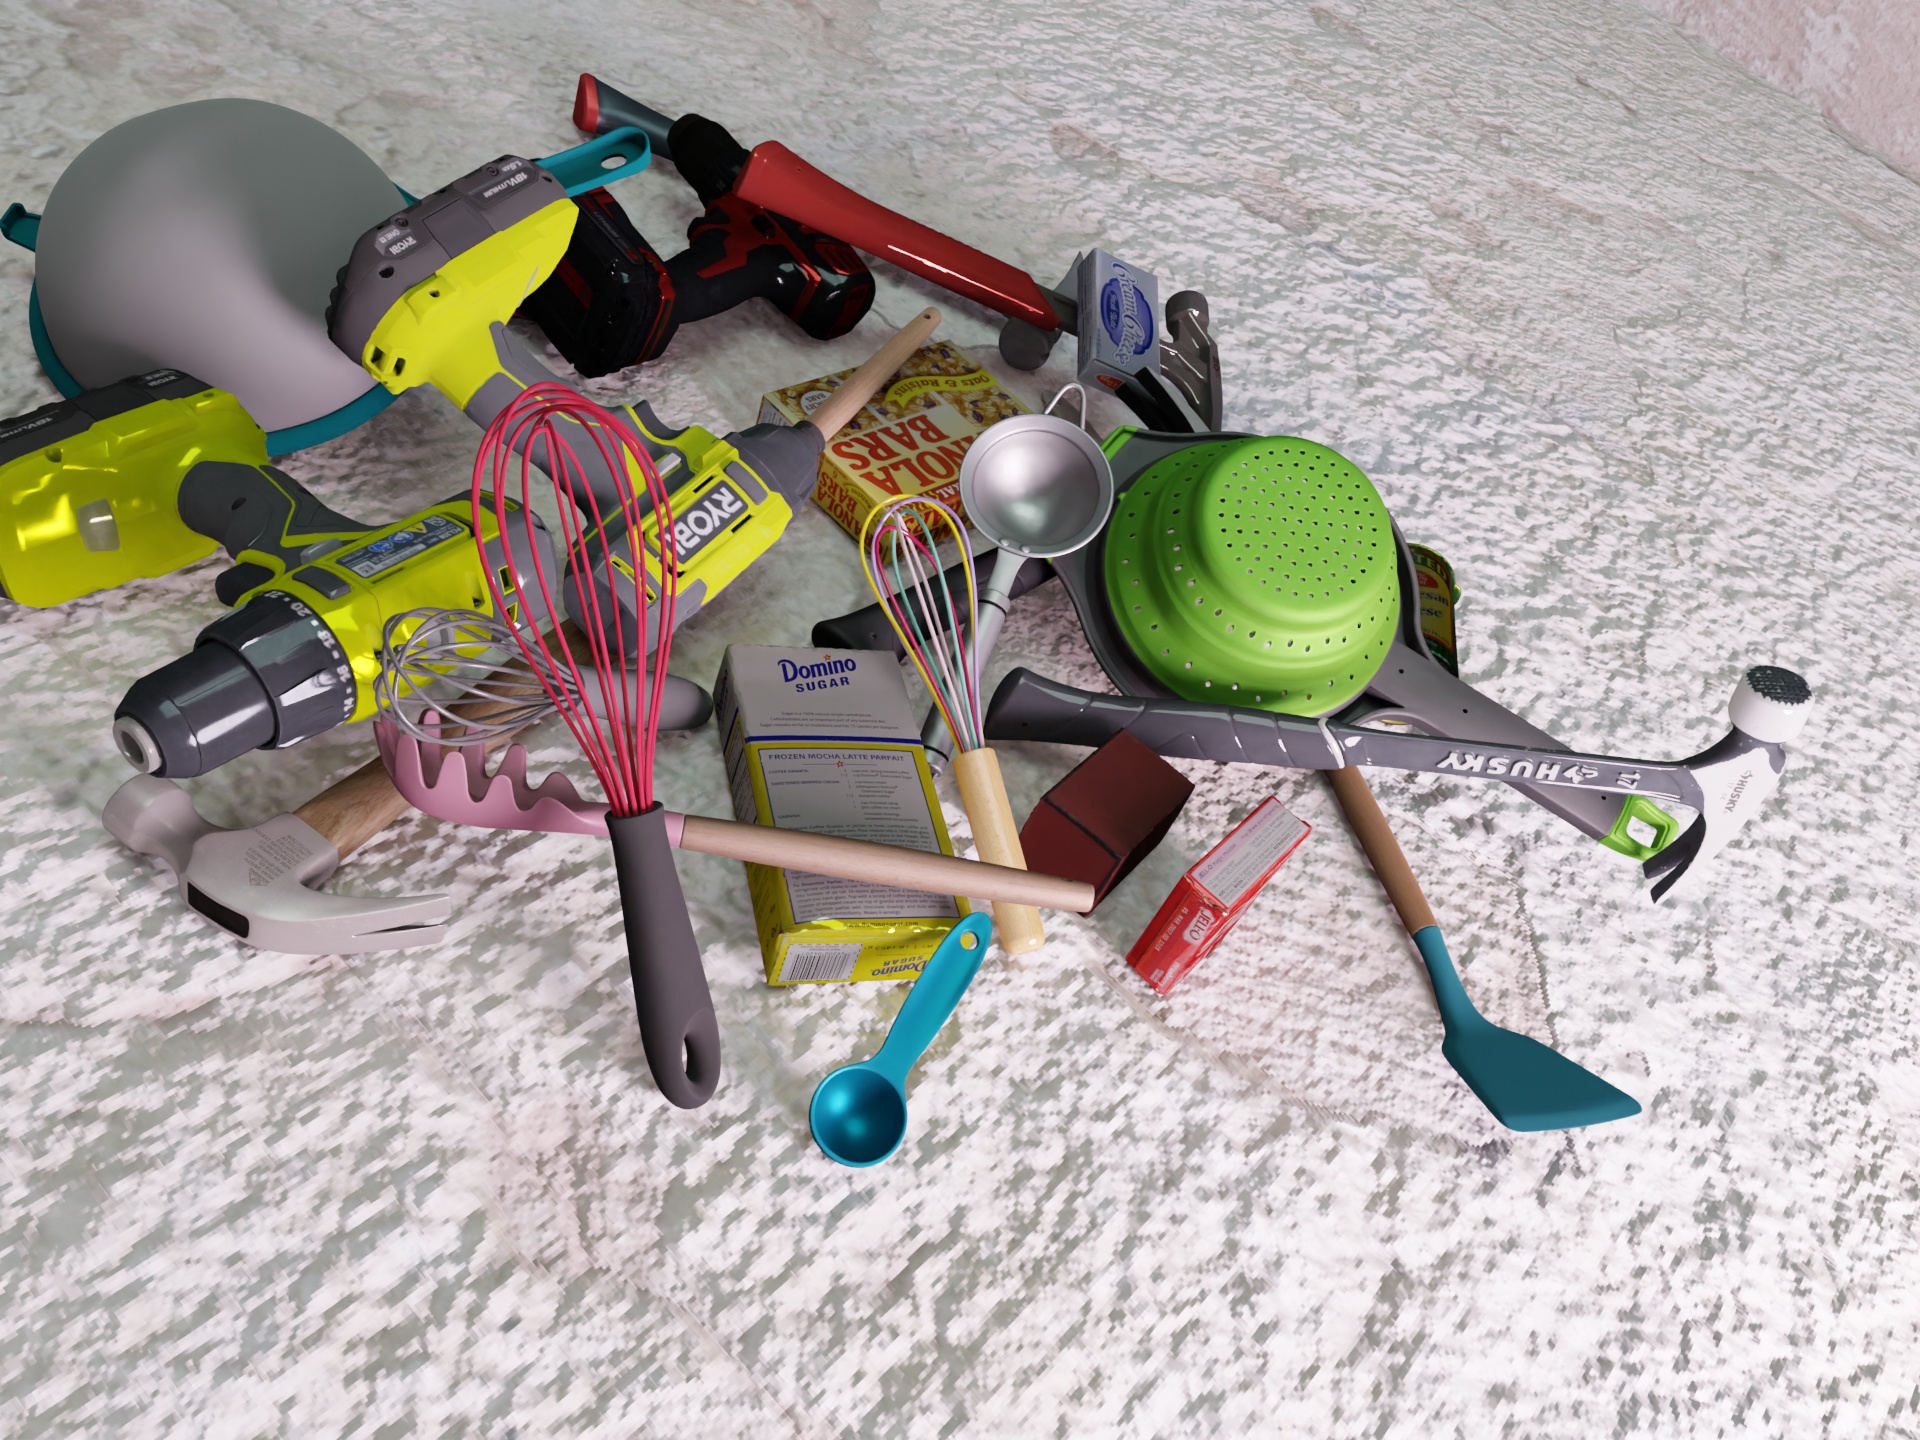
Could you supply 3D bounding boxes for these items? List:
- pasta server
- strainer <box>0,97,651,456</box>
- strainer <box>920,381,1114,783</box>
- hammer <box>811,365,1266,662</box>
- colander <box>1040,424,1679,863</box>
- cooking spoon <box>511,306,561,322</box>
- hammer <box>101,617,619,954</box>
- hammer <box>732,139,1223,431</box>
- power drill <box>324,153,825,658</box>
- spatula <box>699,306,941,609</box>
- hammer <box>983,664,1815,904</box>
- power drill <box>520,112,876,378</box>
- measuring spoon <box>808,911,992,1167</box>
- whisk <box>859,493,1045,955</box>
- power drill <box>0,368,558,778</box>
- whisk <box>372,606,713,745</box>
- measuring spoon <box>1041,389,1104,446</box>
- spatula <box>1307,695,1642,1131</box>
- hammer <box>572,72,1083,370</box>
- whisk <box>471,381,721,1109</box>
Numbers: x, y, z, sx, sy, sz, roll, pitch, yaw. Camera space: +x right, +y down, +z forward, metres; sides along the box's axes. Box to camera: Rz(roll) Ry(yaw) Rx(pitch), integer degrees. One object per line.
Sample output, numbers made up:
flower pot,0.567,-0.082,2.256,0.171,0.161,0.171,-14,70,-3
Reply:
pasta server,-0.092,0.045,0.688,0.316,0.040,0.060,11,10,-11
strainer,-0.320,-0.271,0.827,0.340,0.095,0.211,-27,70,-17
strainer,0.018,-0.069,0.860,0.087,0.050,0.259,21,67,3
hammer,0.048,-0.103,0.935,0.335,0.035,0.146,-28,89,-36
colander,0.240,-0.046,0.878,0.397,0.094,0.204,32,69,2
cooking spoon,-0.337,-0.246,0.930,0.318,0.017,0.069,-13,61,-34
hammer,-0.214,-0.006,0.747,0.130,0.031,0.331,35,44,10
hammer,0.021,-0.283,1.052,0.358,0.036,0.149,18,57,-24
power drill,-0.181,-0.160,0.789,0.223,0.080,0.171,46,53,-6
spatula,-0.089,-0.162,0.906,0.060,0.018,0.316,31,49,6
hammer,0.216,0.017,0.842,0.409,0.149,0.036,6,41,3
power drill,-0.181,-0.311,1.008,0.188,0.080,0.226,50,43,13
measuring spoon,-0.023,0.136,0.687,0.042,0.021,0.129,37,61,-3
whisk,-0.003,-0.002,0.793,0.047,0.051,0.245,-3,70,-38
power drill,-0.315,-0.064,0.677,0.229,0.080,0.190,25,40,24
whisk,-0.169,-0.012,0.690,0.055,0.055,0.239,43,11,17
measuring spoon,0.084,-0.184,1.071,0.034,0.018,0.124,-6,45,-29
spatula,0.247,0.087,0.861,0.082,0.044,0.318,-2,49,-21
hammer,-0.095,-0.375,1.151,0.386,0.038,0.143,25,42,0
whisk,-0.131,0.017,0.622,0.073,0.295,0.073,-8,13,2
